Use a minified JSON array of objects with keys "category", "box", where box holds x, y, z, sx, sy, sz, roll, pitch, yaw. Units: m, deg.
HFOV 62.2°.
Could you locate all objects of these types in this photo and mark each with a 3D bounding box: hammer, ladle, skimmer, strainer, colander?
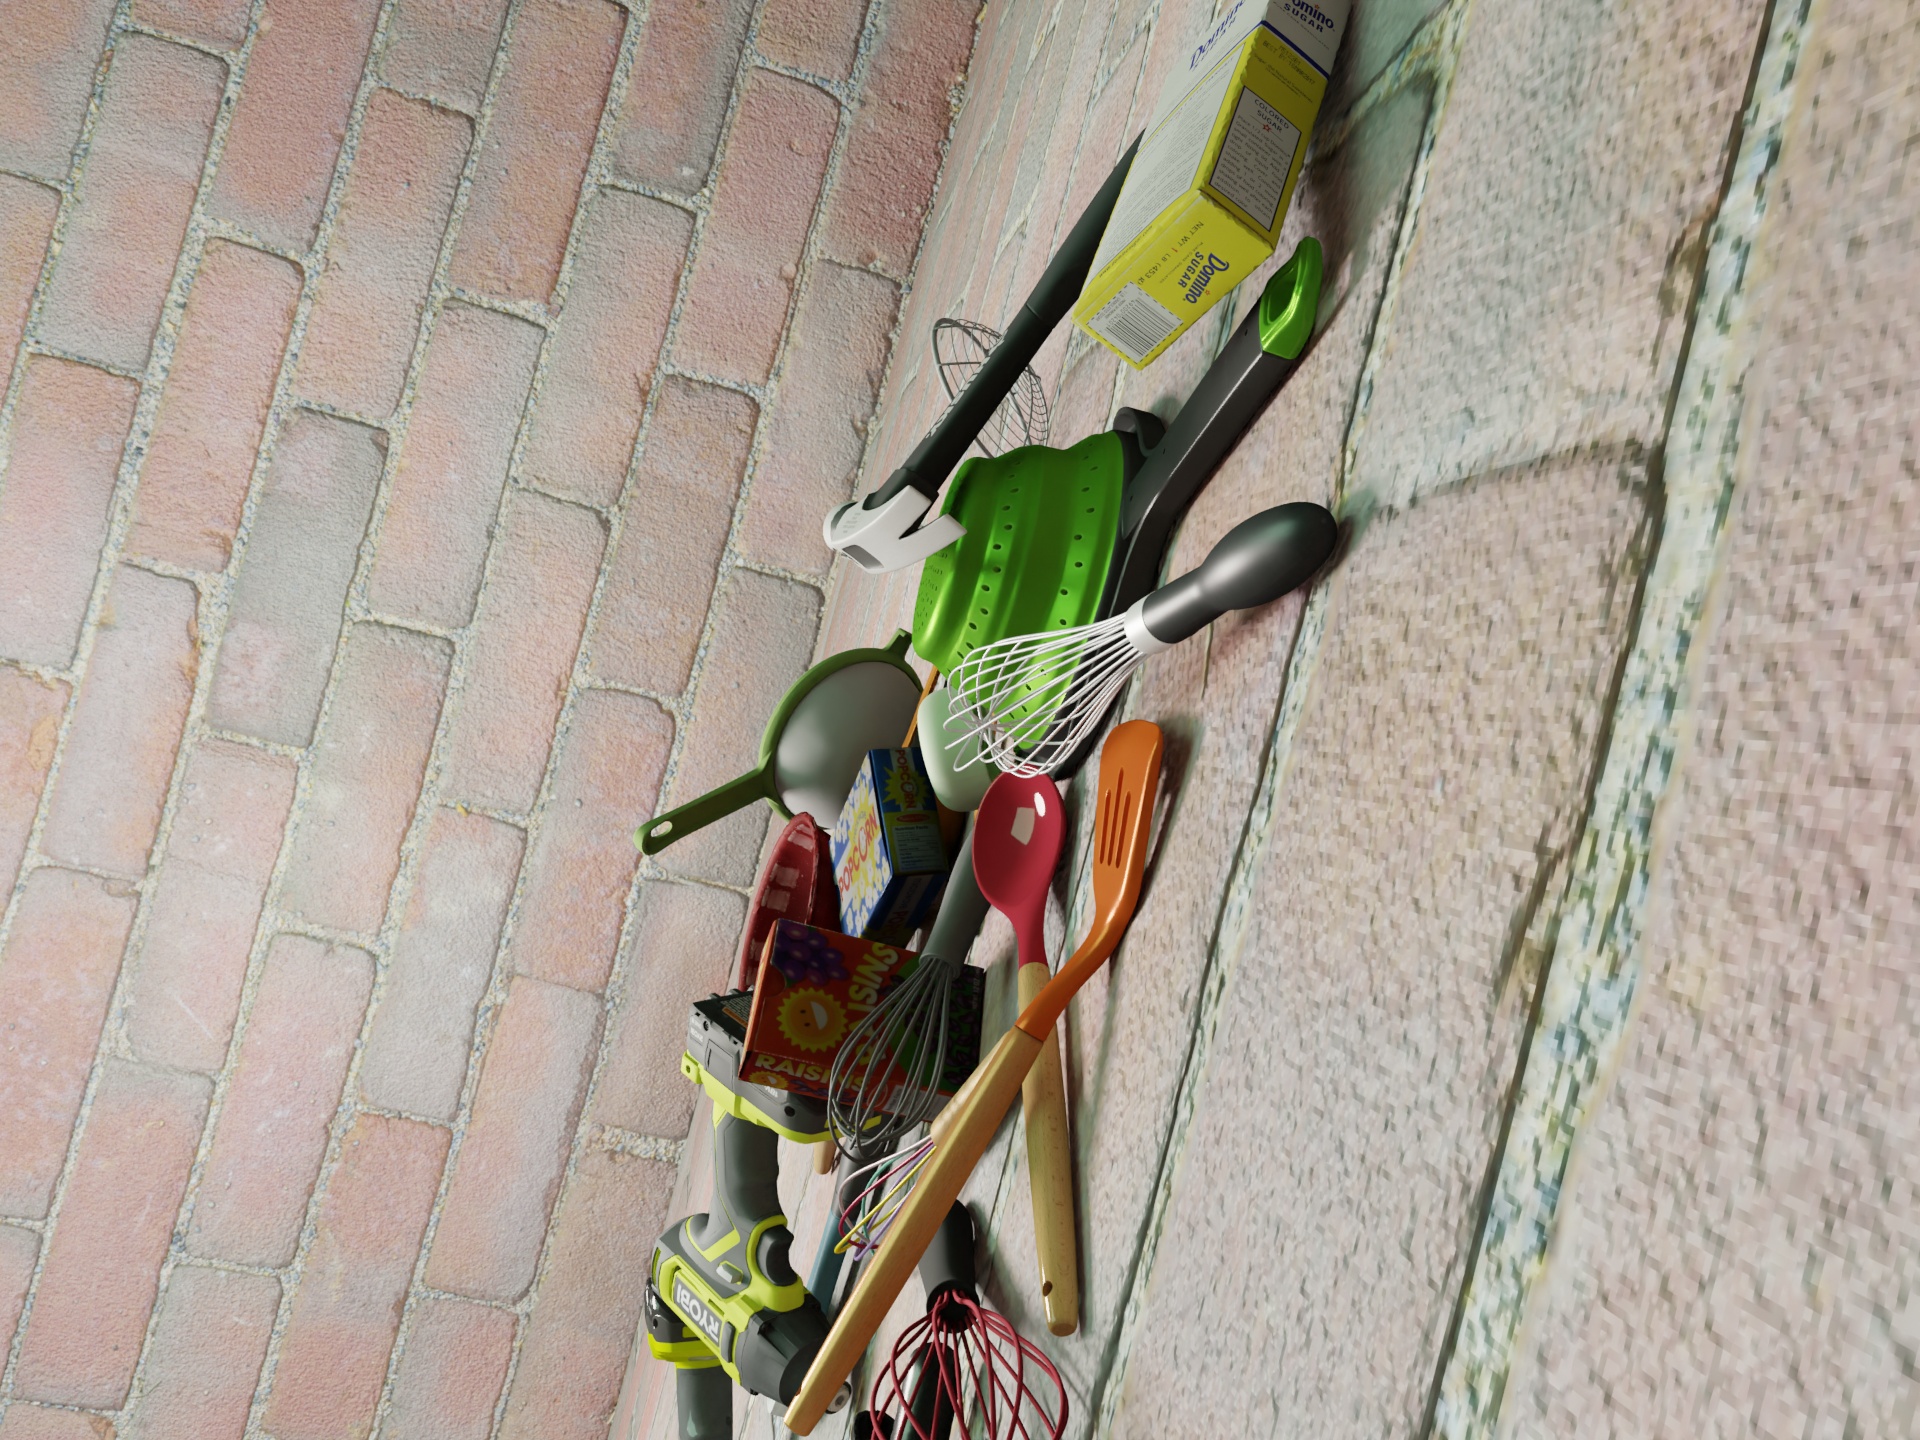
[{"category":"hammer","box":[0.048,-0.215,0.806,0.335,0.035,0.146,-54,18,-3]},{"category":"hammer","box":[-0.072,0.306,1.038,0.128,0.033,0.331,-111,37,-75]},{"category":"ladle","box":[0.035,0.131,0.714,0.069,0.031,0.316,-49,24,28]},{"category":"skimmer","box":[-0.011,-0.101,1.143,0.127,0.090,0.363,-5,-69,-65]},{"category":"strainer","box":[-0.110,0.047,1.150,0.069,0.256,0.151,33,138,41]},{"category":"colander","box":[0.052,-0.107,0.774,0.397,0.094,0.205,124,159,-63]}]

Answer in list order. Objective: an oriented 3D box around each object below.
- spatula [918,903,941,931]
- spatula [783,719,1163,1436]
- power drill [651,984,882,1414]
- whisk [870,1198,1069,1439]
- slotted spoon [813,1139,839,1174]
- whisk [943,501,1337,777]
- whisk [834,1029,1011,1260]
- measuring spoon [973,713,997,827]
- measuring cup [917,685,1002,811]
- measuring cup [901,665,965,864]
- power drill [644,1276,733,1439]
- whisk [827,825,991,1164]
[{"category":"spatula","box":[-0.052,0.128,1.084,0.060,0.018,0.316,-62,18,-12]},{"category":"spatula","box":[0.008,0.147,0.664,0.322,0.041,0.081,-59,8,-6]},{"category":"power drill","box":[-0.112,0.288,0.956,0.171,0.080,0.223,23,110,45]},{"category":"whisk","box":[-0.003,0.252,0.662,0.296,0.073,0.073,-170,95,-87]},{"category":"slotted spoon","box":[-0.087,0.257,1.111,0.313,0.031,0.070,102,-172,-54]},{"category":"whisk","box":[0.065,-0.031,0.656,0.284,0.070,0.070,-33,42,61]},{"category":"whisk","box":[-0.015,0.224,0.813,0.244,0.047,0.051,120,144,-46]},{"category":"measuring spoon","box":[0.021,0.026,1.014,0.021,0.011,0.117,140,140,-70]},{"category":"measuring cup","box":[-0.002,-0.003,0.981,0.168,0.038,0.083,-93,-14,-64]},{"category":"measuring cup","box":[-0.015,0.029,1.085,0.095,0.052,0.173,-106,34,-72]},{"category":"power drill","box":[-0.167,0.495,1.063,0.190,0.080,0.229,131,136,-72]},{"category":"whisk","box":[-0.013,0.126,0.833,0.055,0.055,0.239,115,-179,-47]}]
